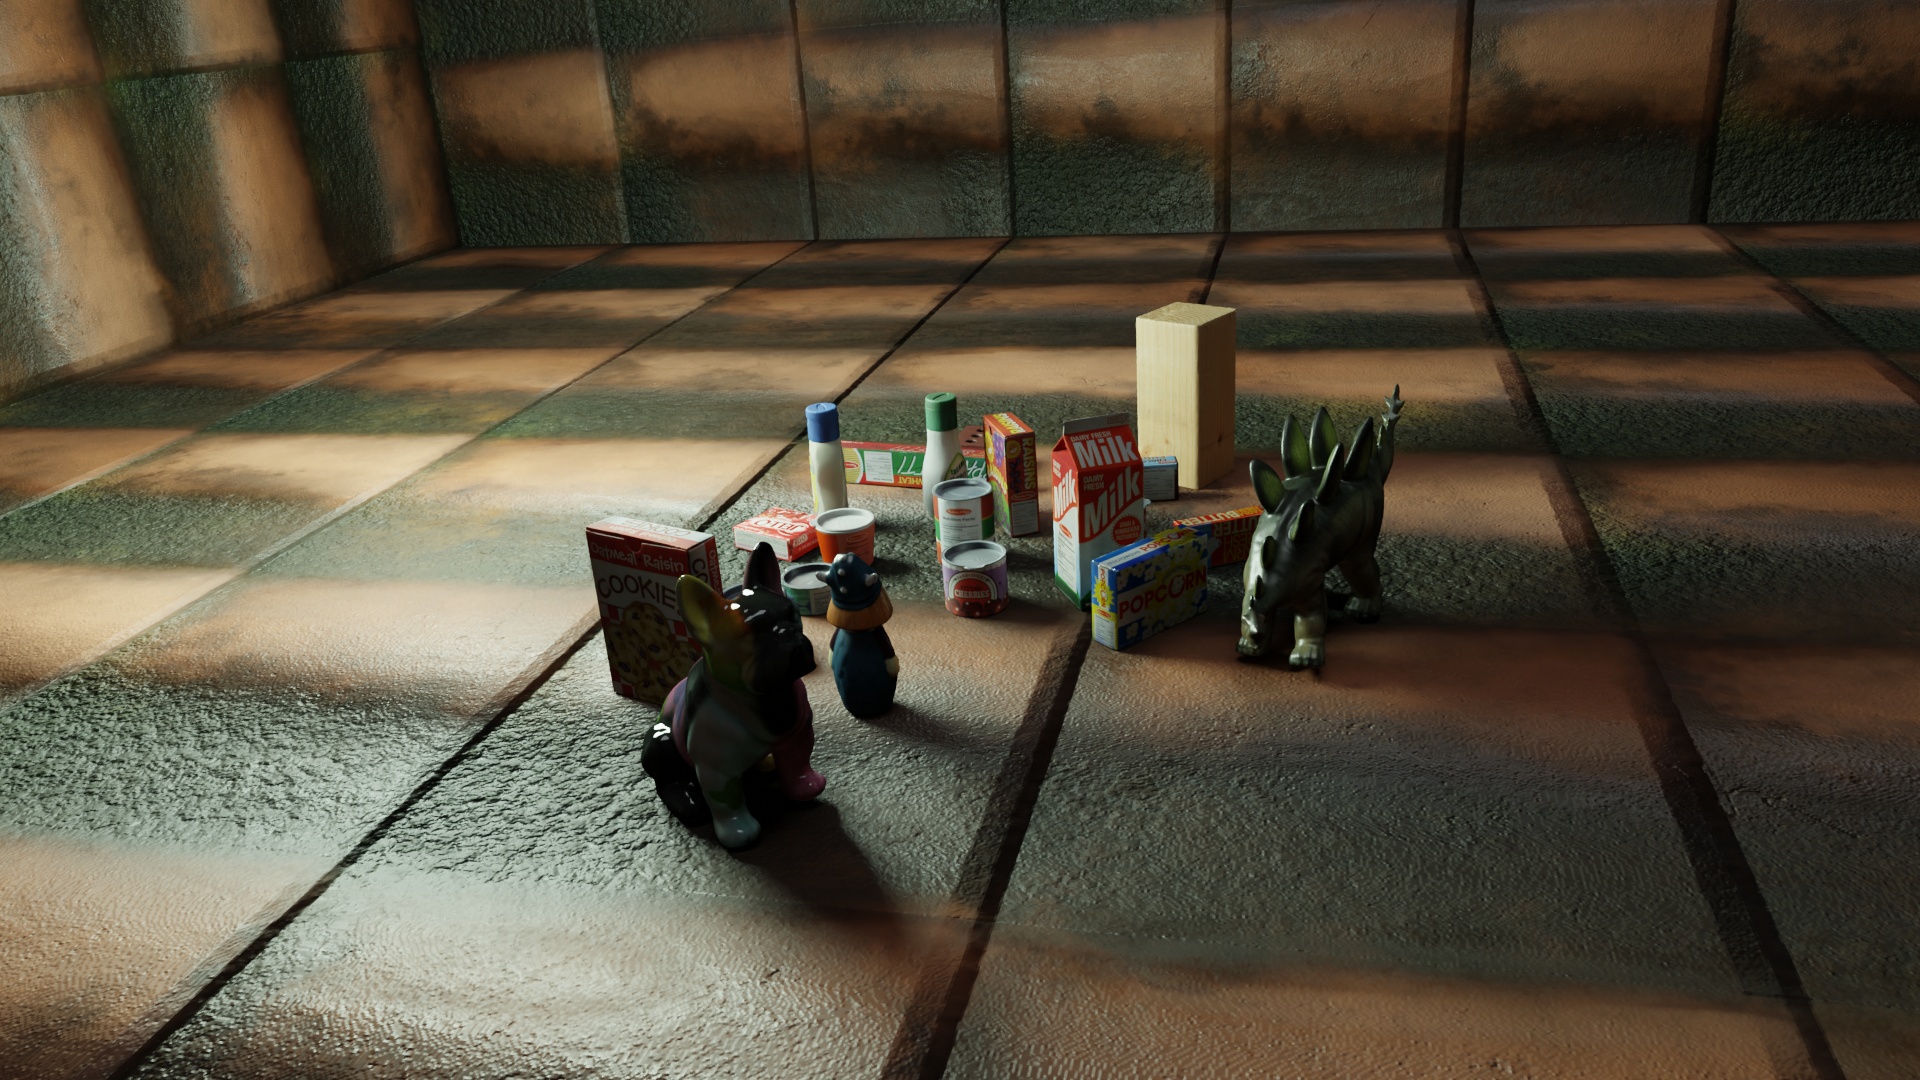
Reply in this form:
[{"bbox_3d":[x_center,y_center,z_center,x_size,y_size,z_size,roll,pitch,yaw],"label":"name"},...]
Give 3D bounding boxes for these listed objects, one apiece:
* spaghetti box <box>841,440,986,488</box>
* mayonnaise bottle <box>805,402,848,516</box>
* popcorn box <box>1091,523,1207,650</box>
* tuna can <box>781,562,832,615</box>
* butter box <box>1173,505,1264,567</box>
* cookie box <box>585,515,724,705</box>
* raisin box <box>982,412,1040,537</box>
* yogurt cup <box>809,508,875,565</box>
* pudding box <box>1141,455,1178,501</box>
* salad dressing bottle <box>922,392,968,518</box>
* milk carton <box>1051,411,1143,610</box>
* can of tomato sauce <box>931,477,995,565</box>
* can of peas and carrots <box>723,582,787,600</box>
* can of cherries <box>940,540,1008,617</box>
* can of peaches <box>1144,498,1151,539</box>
[{"bbox_3d":[-0.055,-0.092,1.752,0.250,0.050,0.029,5,24,21],"label":"spaghetti box"},{"bbox_3d":[-0.156,-0.085,1.623,0.041,0.147,0.065,-8,22,-10],"label":"mayonnaise bottle"},{"bbox_3d":[0.183,0.044,1.338,0.127,0.085,0.038,-20,27,-34],"label":"popcorn box"},{"bbox_3d":[-0.154,0.050,1.446,0.071,0.032,0.071,-3,22,1],"label":"tuna can"},{"bbox_3d":[0.276,-0.002,1.474,0.104,0.053,0.024,-11,23,-16],"label":"butter box"},{"bbox_3d":[-0.268,0.068,1.246,0.123,0.166,0.040,10,26,30],"label":"cookie box"},{"bbox_3d":[0.057,-0.077,1.600,0.040,0.123,0.086,-9,23,-13],"label":"raisin box"},{"bbox_3d":[-0.126,0.000,1.534,0.072,0.053,0.073,-3,22,1],"label":"yogurt cup"},{"bbox_3d":[0.218,-0.073,1.661,0.084,0.049,0.030,-3,22,1],"label":"pudding box"},{"bbox_3d":[-0.019,-0.099,1.634,0.044,0.147,0.064,11,27,33],"label":"salad dressing bottle"},{"bbox_3d":[0.138,-0.034,1.396,0.072,0.189,0.073,-10,23,-15],"label":"milk carton"},{"bbox_3d":[0.005,-0.019,1.521,0.071,0.082,0.071,-3,22,1],"label":"can of tomato sauce"},{"bbox_3d":[-0.198,0.079,1.350,0.071,0.058,0.071,-3,22,1],"label":"can of peas and carrots"},{"bbox_3d":[0.015,0.040,1.410,0.071,0.058,0.072,-3,22,1],"label":"can of cherries"},{"bbox_3d":[0.172,-0.013,1.512,0.071,0.057,0.071,-3,22,1],"label":"can of peaches"}]
